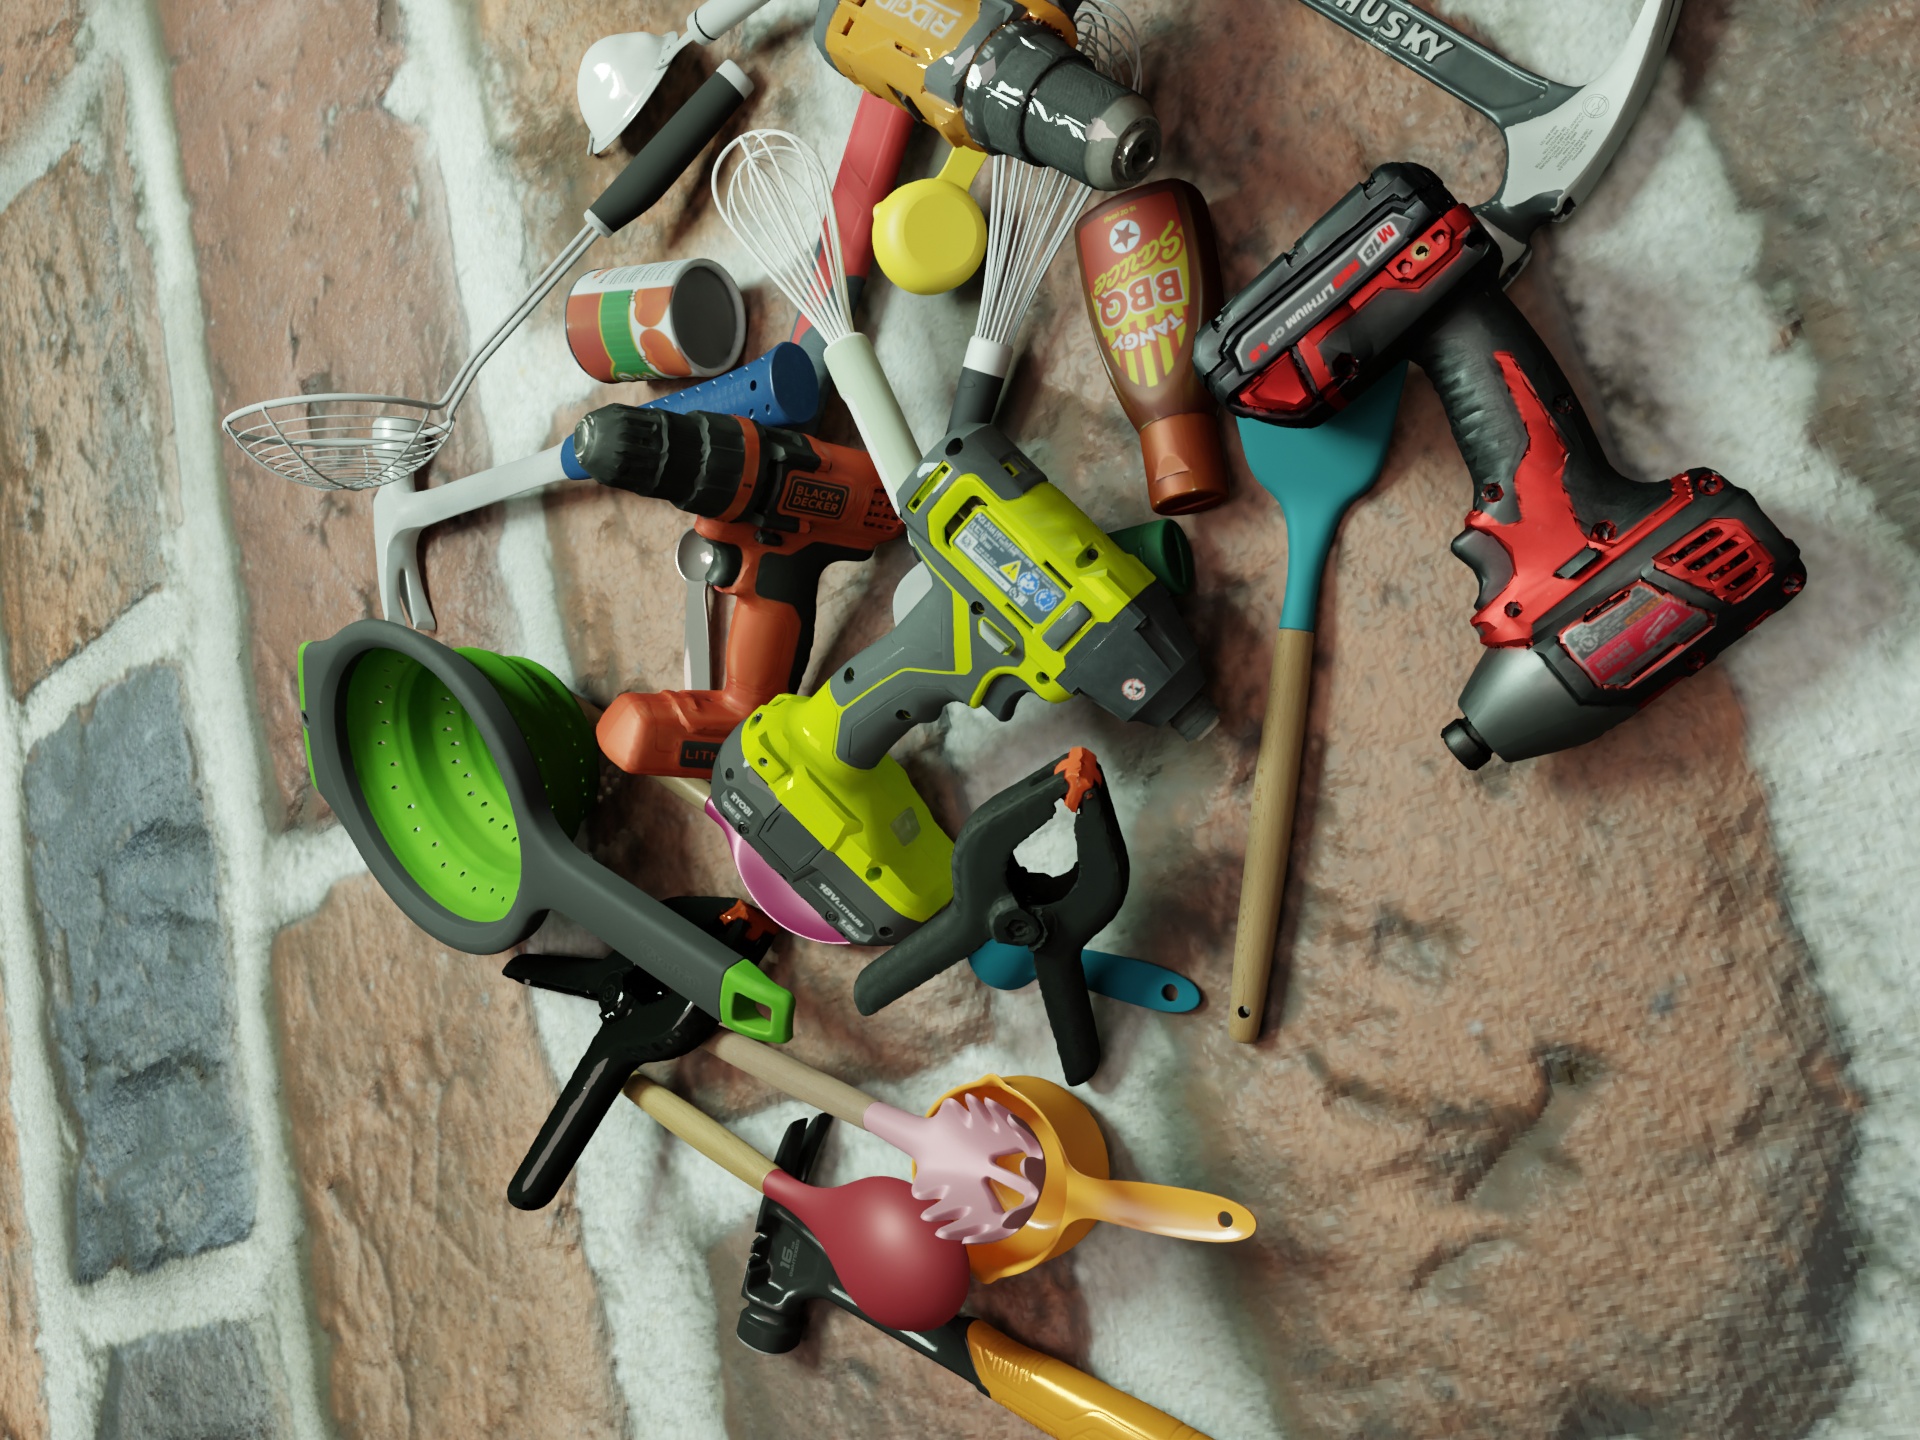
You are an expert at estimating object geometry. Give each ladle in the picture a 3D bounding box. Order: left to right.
[{"bbox_3d":[-0.109,0.227,0.819,0.316,0.031,0.069,14,96,48],"label":"ladle"}]

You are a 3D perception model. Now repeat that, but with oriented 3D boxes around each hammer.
[{"bbox_3d":[-0.236,-0.147,0.944,0.405,0.035,0.144,-7,83,41],"label":"hammer"},{"bbox_3d":[-0.075,-0.256,0.867,0.143,0.038,0.386,24,100,35],"label":"hammer"},{"bbox_3d":[0.032,0.304,0.751,0.337,0.034,0.127,16,97,34],"label":"hammer"},{"bbox_3d":[0.140,-0.361,0.730,0.409,0.036,0.149,48,111,28],"label":"hammer"}]

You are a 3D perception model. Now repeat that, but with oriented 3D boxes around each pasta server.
[{"bbox_3d":[-0.063,0.184,0.776,0.316,0.040,0.060,8,74,51],"label":"pasta server"}]

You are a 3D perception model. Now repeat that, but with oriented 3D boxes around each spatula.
[{"bbox_3d":[0.140,-0.014,0.696,0.082,0.044,0.317,7,92,22],"label":"spatula"}]

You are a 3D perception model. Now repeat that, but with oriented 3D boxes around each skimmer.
[{"bbox_3d":[-0.274,-0.267,0.934,0.090,0.127,0.363,45,94,4],"label":"skimmer"}]

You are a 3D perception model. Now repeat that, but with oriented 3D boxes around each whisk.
[{"bbox_3d":[-0.062,-0.195,0.804,0.059,0.057,0.246,-24,78,-3],"label":"whisk"},{"bbox_3d":[0.022,-0.212,0.789,0.070,0.070,0.284,26,106,33],"label":"whisk"}]

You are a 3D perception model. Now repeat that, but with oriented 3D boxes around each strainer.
[{"bbox_3d":[-0.152,-0.394,0.906,0.258,0.050,0.087,-14,52,40],"label":"strainer"}]

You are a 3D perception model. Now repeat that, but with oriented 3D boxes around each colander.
[{"bbox_3d":[-0.216,0.058,0.892,0.397,0.094,0.204,27,125,29],"label":"colander"}]

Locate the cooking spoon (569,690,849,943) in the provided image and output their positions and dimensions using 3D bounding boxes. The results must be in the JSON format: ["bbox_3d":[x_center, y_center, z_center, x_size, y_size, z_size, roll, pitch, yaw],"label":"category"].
[{"bbox_3d":[-0.157,0.036,0.910,0.319,0.017,0.069,29,86,33],"label":"cooking spoon"}]

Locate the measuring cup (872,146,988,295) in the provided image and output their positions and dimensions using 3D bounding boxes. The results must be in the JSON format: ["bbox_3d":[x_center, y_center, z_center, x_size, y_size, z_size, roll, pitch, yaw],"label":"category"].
[{"bbox_3d":[0.009,-0.289,0.804,0.156,0.062,0.029,-62,20,4],"label":"measuring cup"}]

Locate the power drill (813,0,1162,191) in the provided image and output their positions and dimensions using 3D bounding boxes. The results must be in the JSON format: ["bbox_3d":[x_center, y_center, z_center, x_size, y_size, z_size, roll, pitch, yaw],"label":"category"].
[{"bbox_3d":[0.063,-0.343,0.688,0.185,0.084,0.226,41,94,30],"label":"power drill"}]

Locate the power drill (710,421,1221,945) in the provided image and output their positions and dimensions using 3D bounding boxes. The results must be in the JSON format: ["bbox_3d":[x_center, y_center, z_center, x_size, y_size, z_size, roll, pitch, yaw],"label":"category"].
[{"bbox_3d":[-0.001,-0.002,0.742,0.171,0.080,0.223,45,119,3],"label":"power drill"}]

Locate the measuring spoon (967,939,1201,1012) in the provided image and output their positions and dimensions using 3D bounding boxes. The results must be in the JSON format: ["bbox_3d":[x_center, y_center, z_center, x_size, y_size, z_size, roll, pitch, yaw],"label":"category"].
[{"bbox_3d":[0.053,0.118,0.757,0.129,0.021,0.042,10,92,35],"label":"measuring spoon"}]

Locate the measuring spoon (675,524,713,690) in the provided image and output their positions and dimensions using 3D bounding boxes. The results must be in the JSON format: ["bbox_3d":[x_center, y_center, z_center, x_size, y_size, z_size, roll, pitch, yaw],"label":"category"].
[{"bbox_3d":[-0.147,-0.050,0.917,0.034,0.018,0.124,4,95,35],"label":"measuring spoon"}]

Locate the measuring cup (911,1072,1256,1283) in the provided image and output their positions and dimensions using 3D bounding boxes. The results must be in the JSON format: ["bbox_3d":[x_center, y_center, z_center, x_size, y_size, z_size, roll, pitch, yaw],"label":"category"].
[{"bbox_3d":[0.062,0.212,0.727,0.174,0.052,0.095,0,86,33],"label":"measuring cup"}]

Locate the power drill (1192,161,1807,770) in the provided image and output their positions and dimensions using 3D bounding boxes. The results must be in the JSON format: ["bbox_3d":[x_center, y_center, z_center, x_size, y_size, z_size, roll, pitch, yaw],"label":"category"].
[{"bbox_3d":[0.197,-0.093,0.619,0.143,0.078,0.220,-41,82,20],"label":"power drill"}]
